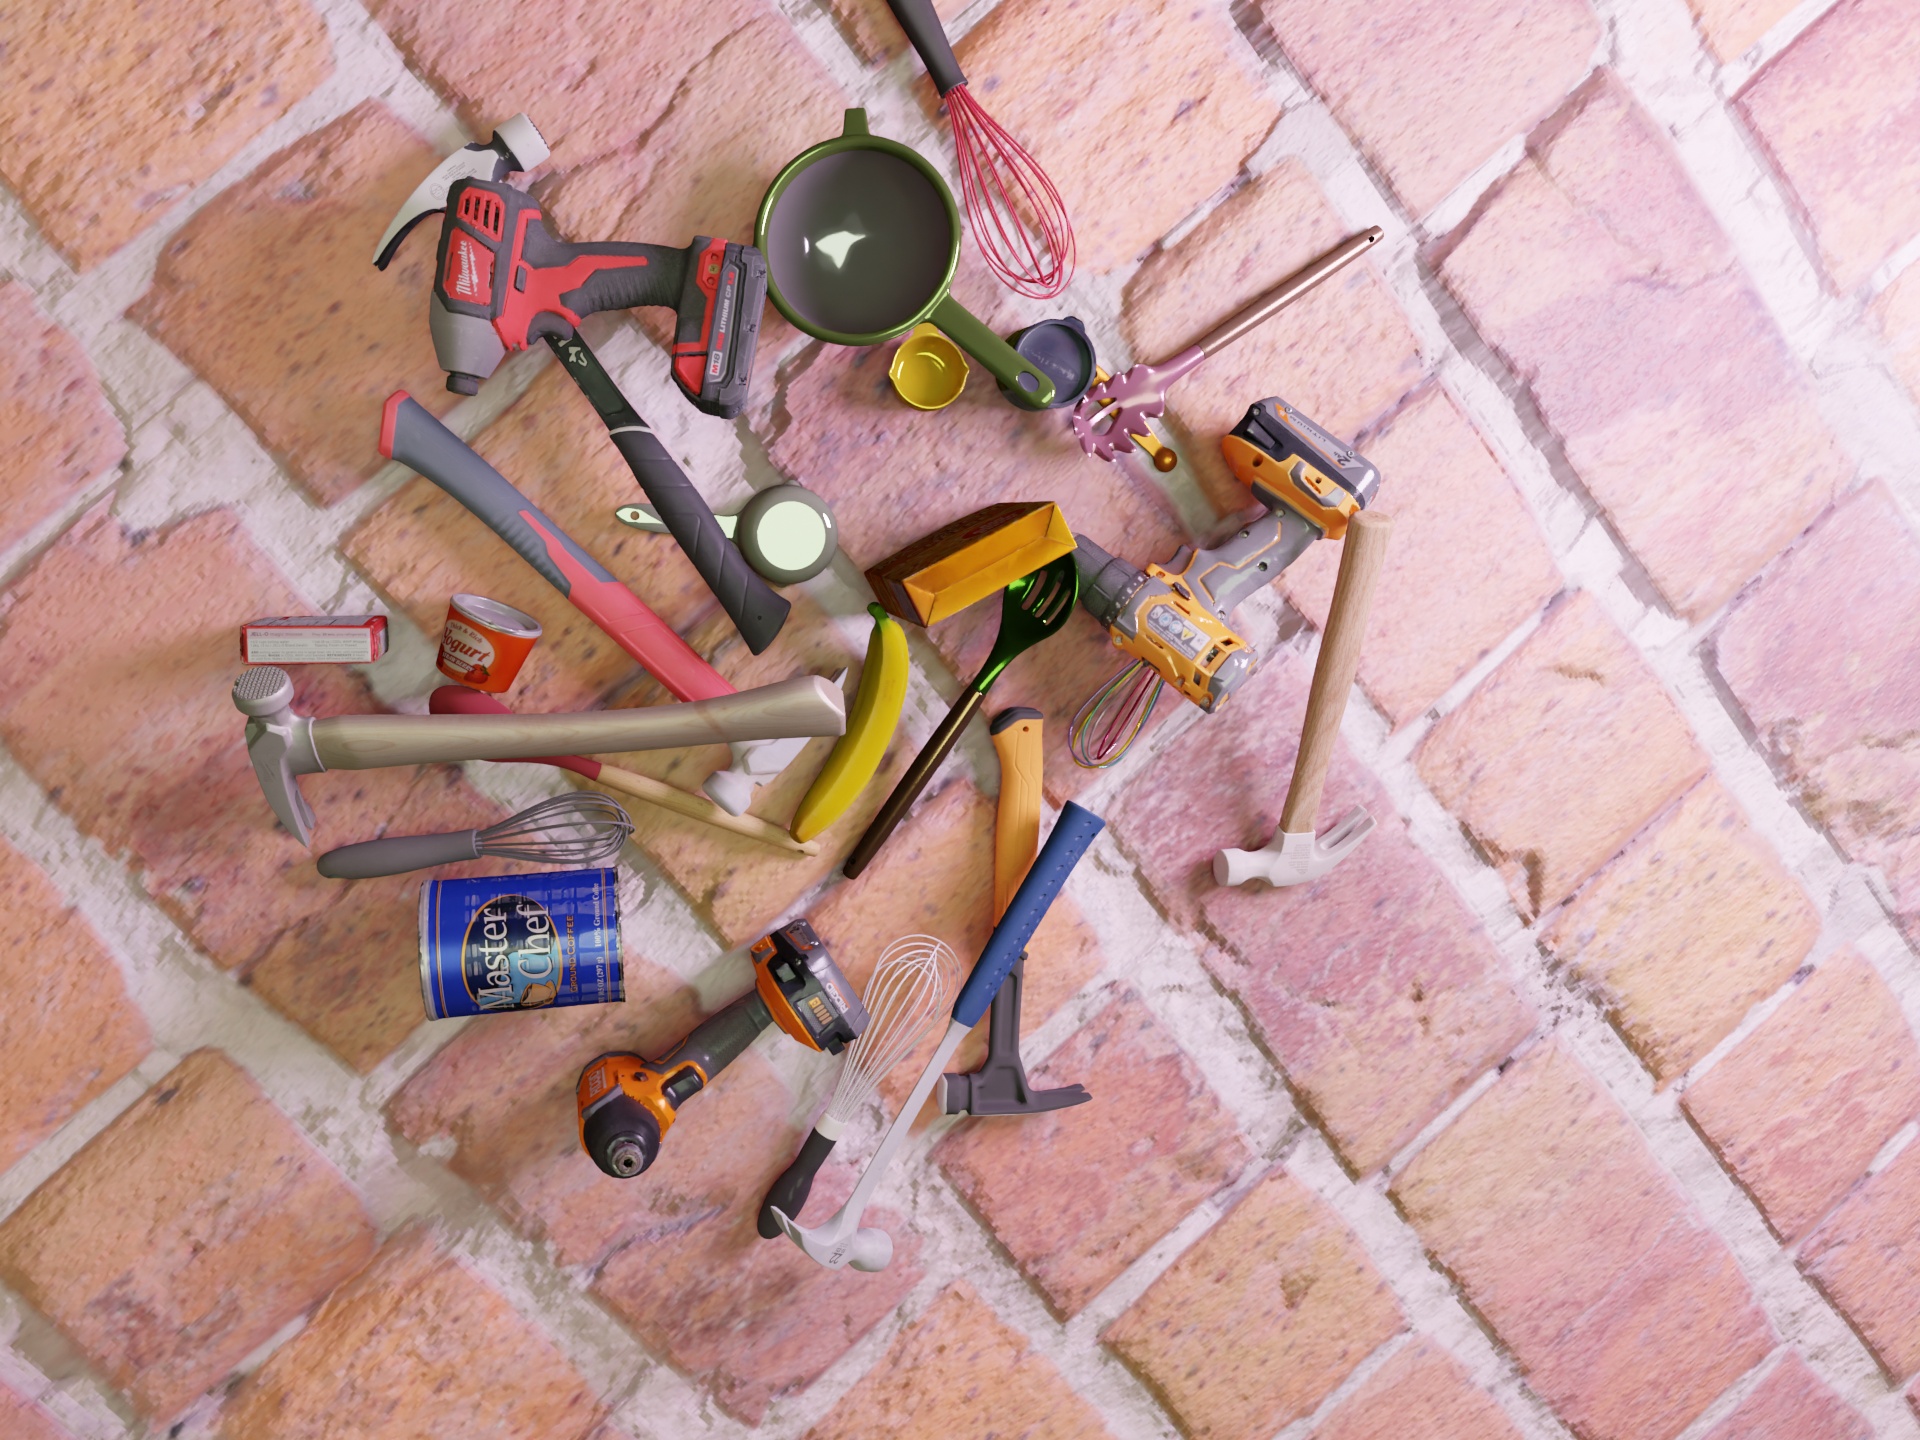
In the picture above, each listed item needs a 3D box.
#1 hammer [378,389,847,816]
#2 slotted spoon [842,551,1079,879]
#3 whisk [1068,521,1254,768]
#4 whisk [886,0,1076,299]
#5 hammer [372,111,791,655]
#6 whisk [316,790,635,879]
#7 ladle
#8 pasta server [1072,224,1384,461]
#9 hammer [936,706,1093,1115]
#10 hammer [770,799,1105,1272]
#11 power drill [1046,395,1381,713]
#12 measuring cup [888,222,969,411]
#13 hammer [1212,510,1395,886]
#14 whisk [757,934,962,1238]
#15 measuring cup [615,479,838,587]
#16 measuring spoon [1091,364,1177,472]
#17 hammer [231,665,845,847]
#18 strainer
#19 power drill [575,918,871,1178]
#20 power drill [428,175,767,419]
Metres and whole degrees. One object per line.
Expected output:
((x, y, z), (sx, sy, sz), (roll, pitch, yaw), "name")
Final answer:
((-0.261, -0.107, 1.174), (0.386, 0.038, 0.143), (44, 76, -13), "hammer")
((-0.002, -0.004, 1.243), (0.313, 0.070, 0.031), (-55, 145, 9), "slotted spoon")
((0.172, -0.058, 1.283), (0.051, 0.047, 0.245), (38, 85, -14), "whisk")
((0.004, -0.450, 1.180), (0.073, 0.073, 0.296), (-29, 97, -7), "whisk")
((-0.254, -0.221, 1.145), (0.149, 0.036, 0.409), (-35, 98, -4), "hammer")
((-0.356, 0.091, 1.166), (0.239, 0.055, 0.055), (-9, 101, 3), "whisk")
((-0.250, 0.048, 1.205), (0.315, 0.031, 0.069), (22, 137, -20), "ladle")
((0.213, -0.304, 1.252), (0.316, 0.040, 0.060), (-35, 112, -9), "pasta server")
((0.050, 0.157, 1.292), (0.127, 0.034, 0.337), (1, 98, -12), "hammer")
((-0.007, 0.242, 1.233), (0.405, 0.035, 0.144), (-59, 144, -3), "hammer")
((0.193, -0.144, 1.244), (0.185, 0.084, 0.226), (39, 86, 12), "power drill")
((-0.031, -0.312, 1.212), (0.062, 0.029, 0.156), (-5, 88, -11), "measuring cup")
((0.293, -0.009, 1.268), (0.130, 0.031, 0.331), (-3, 121, -17), "hammer")
((-0.086, 0.297, 1.273), (0.070, 0.070, 0.284), (29, 96, -15), "whisk")
((-0.173, -0.144, 1.192), (0.167, 0.038, 0.083), (5, 97, -16), "measuring cup")
((0.133, -0.242, 1.261), (0.021, 0.011, 0.116), (-45, 105, -3), "measuring spoon")
((-0.287, 0.016, 1.134), (0.410, 0.038, 0.146), (-4, 132, -6), "hammer")
((-0.031, -0.310, 1.163), (0.256, 0.069, 0.151), (40, 94, 2), "strainer")
((-0.183, 0.252, 1.187), (0.226, 0.164, 0.084), (-34, 104, -8), "power drill")
((-0.249, -0.277, 1.087), (0.219, 0.078, 0.143), (10, 93, -7), "power drill")
